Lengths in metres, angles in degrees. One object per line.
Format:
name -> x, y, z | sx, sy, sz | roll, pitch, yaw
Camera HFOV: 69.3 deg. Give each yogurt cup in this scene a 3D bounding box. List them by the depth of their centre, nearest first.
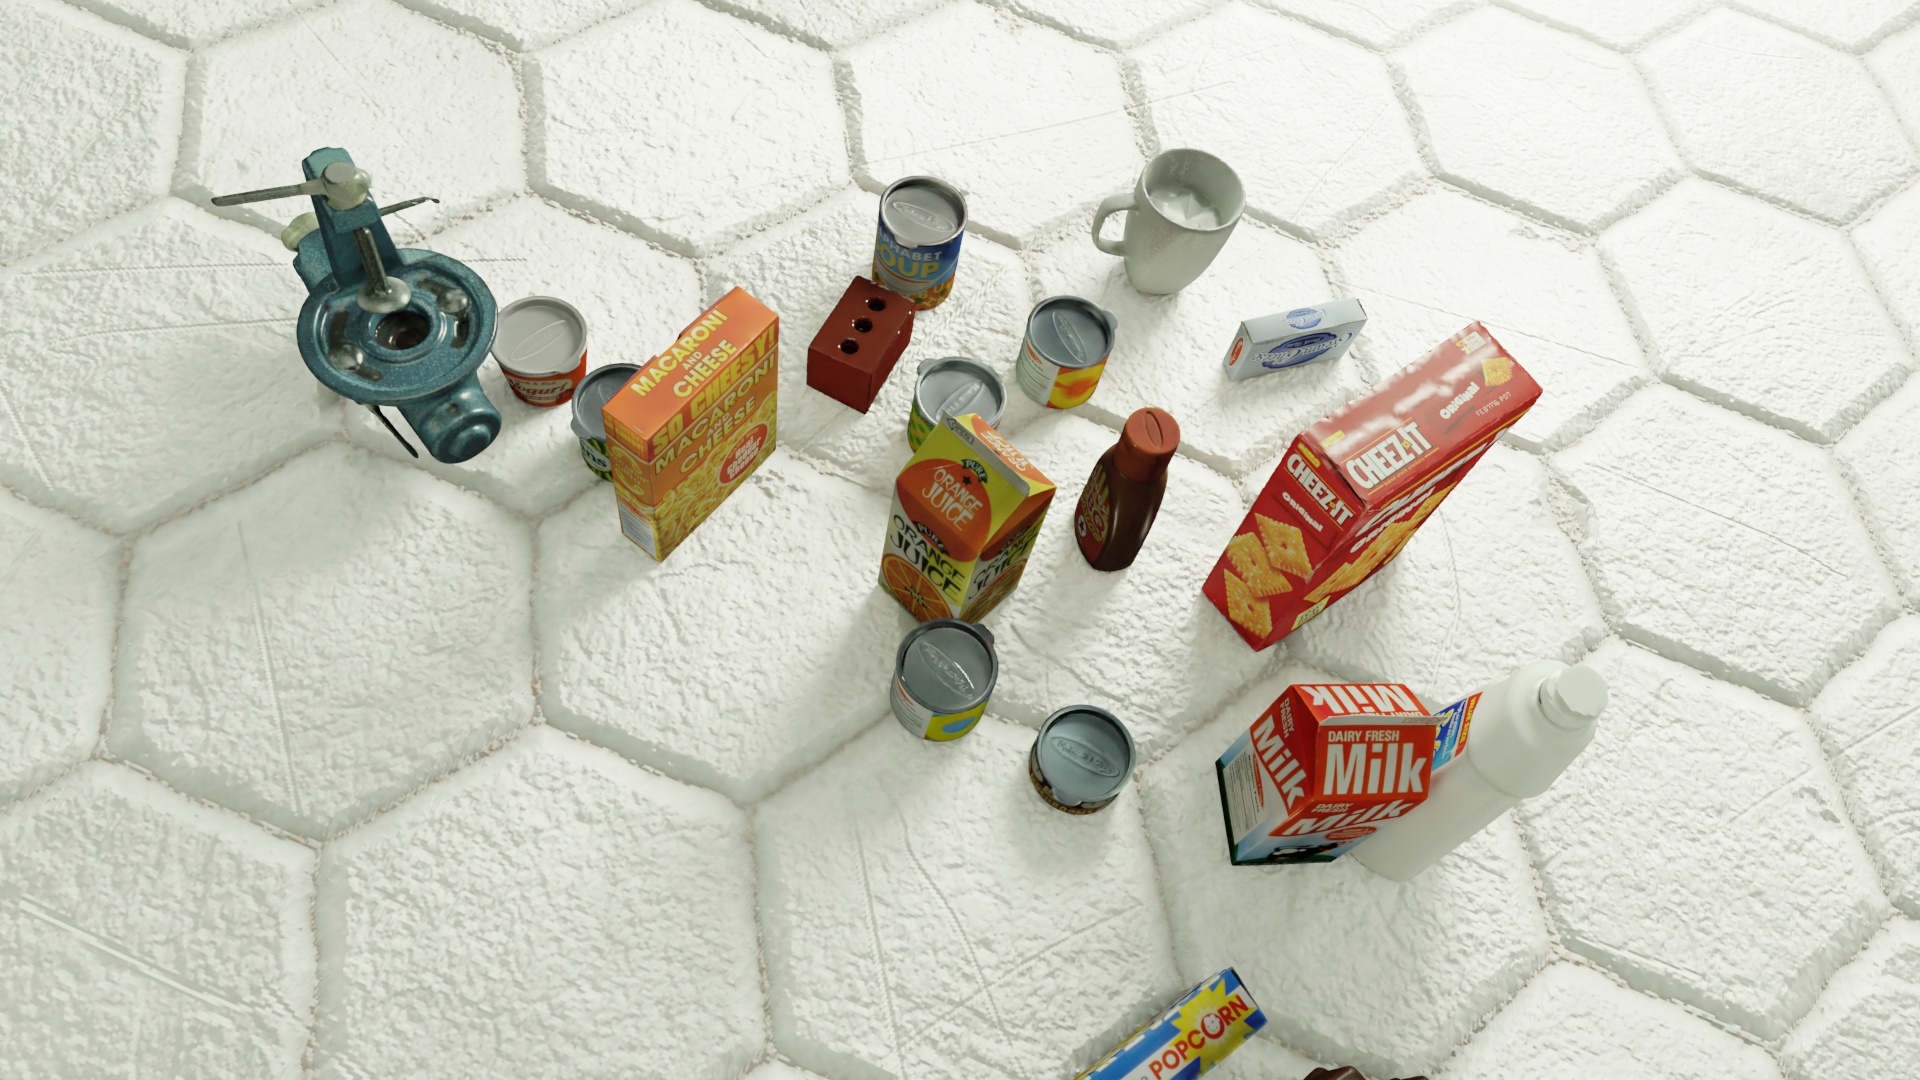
yogurt cup -> -0.296, -0.131, 0.984 | 0.072, 0.053, 0.073 | 4, 62, -7

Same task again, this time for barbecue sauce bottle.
barbecue sauce bottle -> 0.113, -0.037, 0.943 | 0.044, 0.147, 0.065 | -7, 64, -12

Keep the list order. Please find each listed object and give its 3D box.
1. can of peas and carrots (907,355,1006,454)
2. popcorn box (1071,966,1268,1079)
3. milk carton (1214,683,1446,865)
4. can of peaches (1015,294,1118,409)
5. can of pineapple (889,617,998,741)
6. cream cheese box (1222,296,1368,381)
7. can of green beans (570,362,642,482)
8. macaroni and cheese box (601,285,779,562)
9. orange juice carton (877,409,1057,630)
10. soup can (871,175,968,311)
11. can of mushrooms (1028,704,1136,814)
can of peas and carrots -> -0.006, -0.091, 1.005 | 0.071, 0.058, 0.071 | 4, 62, -7
popcorn box -> 0.108, 0.303, 0.800 | 0.127, 0.084, 0.038 | -30, 71, -21
milk carton -> 0.221, 0.139, 0.844 | 0.072, 0.189, 0.074 | 0, 63, -8
can of peaches -> 0.080, -0.141, 1.044 | 0.071, 0.057, 0.071 | 4, 62, -7
can of pineapple -> -0.010, 0.091, 0.909 | 0.071, 0.057, 0.071 | 4, 62, -7
cream cheese box -> 0.259, -0.157, 1.082 | 0.104, 0.053, 0.024 | -14, 66, -15
can of green beans -> -0.233, -0.080, 0.965 | 0.071, 0.057, 0.071 | 4, 62, -7
macaroni and cheese box -> -0.173, -0.072, 0.908 | 0.040, 0.165, 0.124 | 36, 63, 10
orange juice carton -> 0.003, -0.011, 0.888 | 0.072, 0.191, 0.073 | 43, 65, 14
soup can -> -0.034, -0.223, 1.055 | 0.071, 0.083, 0.071 | 4, 62, -7
can of mushrooms -> 0.078, 0.145, 0.907 | 0.071, 0.033, 0.071 | 4, 62, -7
